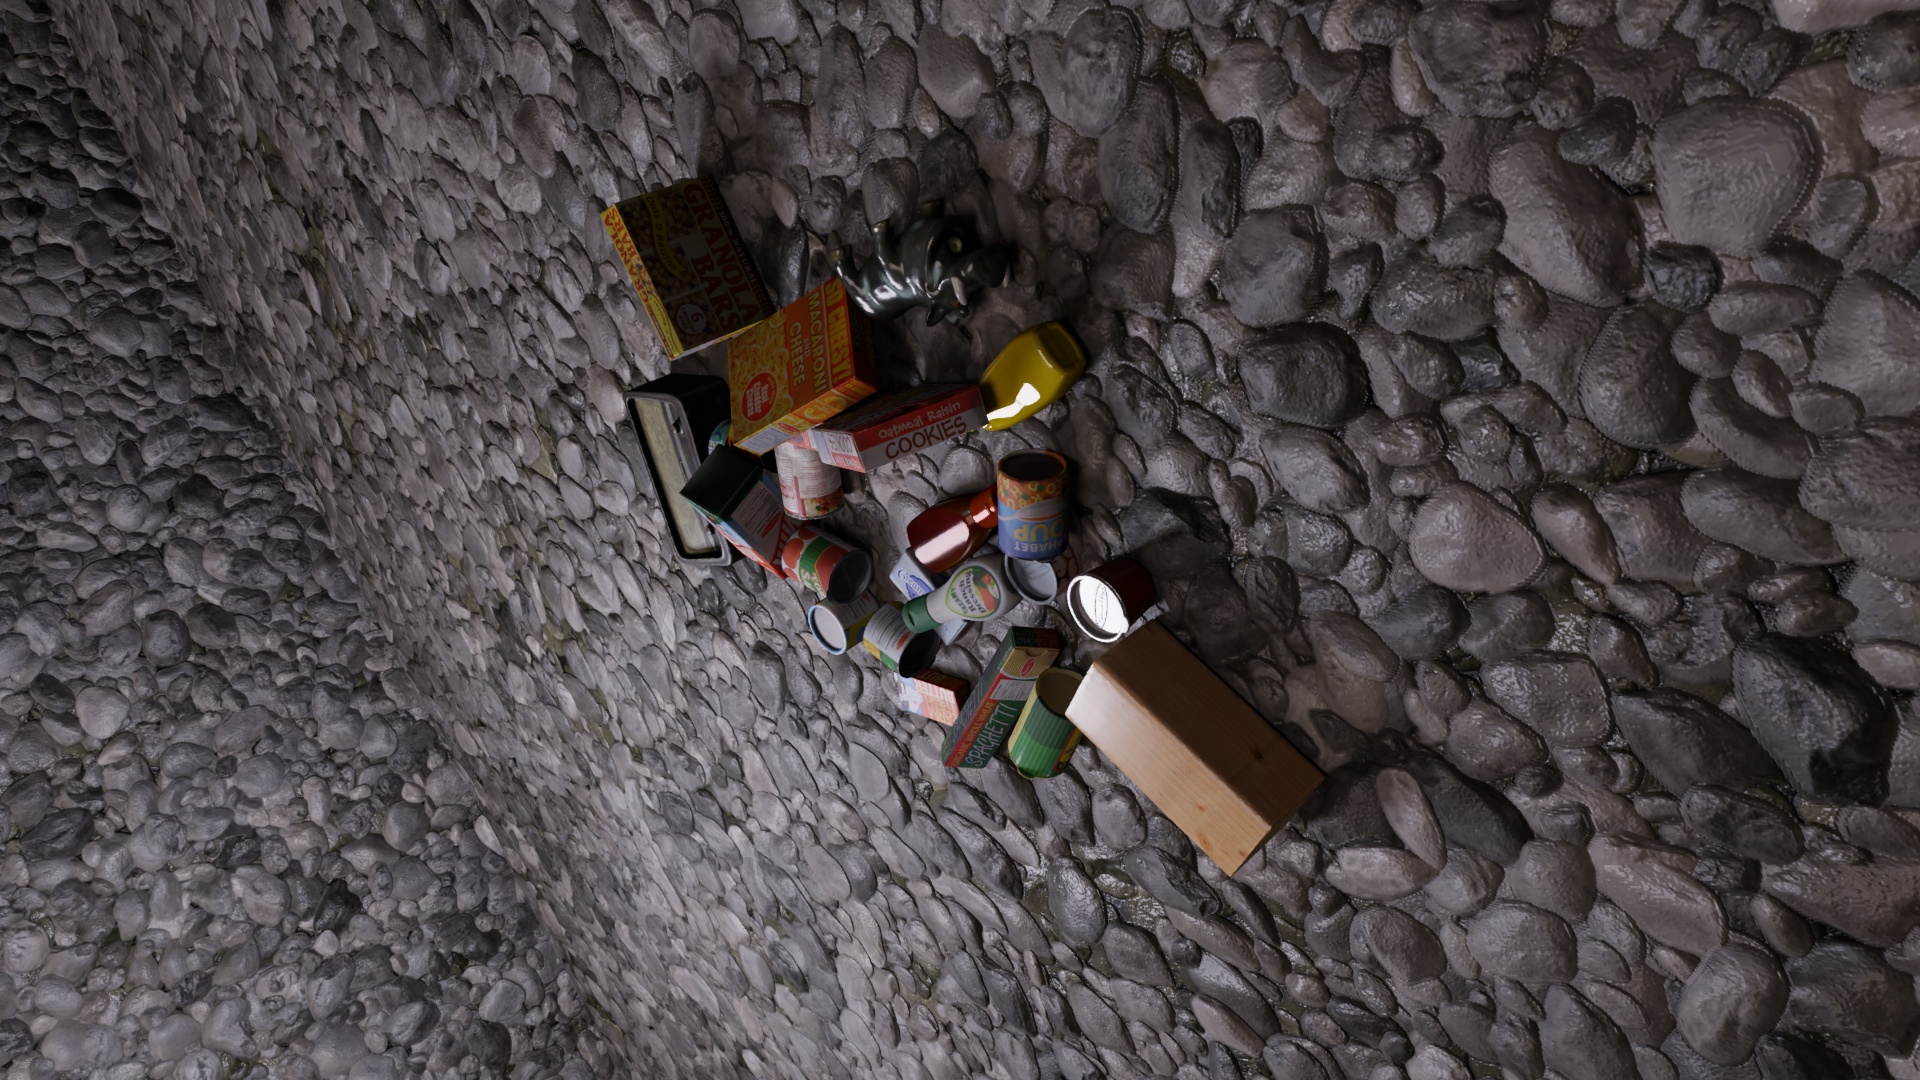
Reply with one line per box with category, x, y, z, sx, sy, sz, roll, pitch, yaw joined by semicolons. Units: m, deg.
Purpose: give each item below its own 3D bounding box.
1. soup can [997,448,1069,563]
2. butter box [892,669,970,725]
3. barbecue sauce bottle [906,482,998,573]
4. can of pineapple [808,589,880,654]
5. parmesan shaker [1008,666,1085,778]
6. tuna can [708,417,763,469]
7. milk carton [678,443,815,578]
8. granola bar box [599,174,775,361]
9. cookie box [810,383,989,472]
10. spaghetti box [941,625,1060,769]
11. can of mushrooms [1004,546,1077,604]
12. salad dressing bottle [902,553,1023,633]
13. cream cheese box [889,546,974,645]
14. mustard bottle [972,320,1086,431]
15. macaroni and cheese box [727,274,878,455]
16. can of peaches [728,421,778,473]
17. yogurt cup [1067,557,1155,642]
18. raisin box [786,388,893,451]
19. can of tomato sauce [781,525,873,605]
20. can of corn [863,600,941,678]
soup can;0.068;-0.032;1.269;0.071;0.072;0.083;26;131;37
butter box;-0.029;0.174;1.557;0.103;0.024;0.053;11;123;45
barbecue sauce bottle;0.005;-0.017;1.373;0.148;0.044;0.065;-31;90;53
can of pineapple;-0.132;0.091;1.591;0.071;0.058;0.070;28;133;35
parmesan shaker;0.091;0.184;1.385;0.071;0.071;0.102;42;140;21
tuna can;-0.254;-0.106;1.588;0.033;0.071;0.070;16;126;44
milk carton;-0.227;-0.022;1.575;0.072;0.073;0.190;28;166;36
granola bar box;-0.282;-0.287;1.453;0.039;0.125;0.165;-15;102;52
cookie box;-0.059;-0.106;1.274;0.040;0.123;0.167;70;165;-12
spaghetti box;0.037;0.169;1.451;0.248;0.050;0.029;117;154;-48
can of mushrooms;0.076;0.023;1.326;0.071;0.033;0.070;29;134;35
salad dressing bottle;0.003;0.057;1.401;0.147;0.044;0.064;-25;90;41
cream cheese box;-0.029;0.058;1.477;0.104;0.024;0.053;49;140;13
mustard bottle;0.048;-0.136;1.238;0.065;0.049;0.159;56;144;2
macaroni and cheese box;-0.157;-0.173;1.369;0.166;0.040;0.124;-24;61;32
can of peaches;-0.217;-0.114;1.540;0.058;0.071;0.071;21;129;41
yogurt cup;0.138;0.051;1.255;0.072;0.054;0.072;28;133;35
raisin box;-0.137;-0.130;1.423;0.123;0.086;0.040;18;132;41
can of tomato sauce;-0.151;0.029;1.561;0.083;0.071;0.070;26;132;37
can of corn;-0.063;0.109;1.519;0.058;0.071;0.070;34;136;31
